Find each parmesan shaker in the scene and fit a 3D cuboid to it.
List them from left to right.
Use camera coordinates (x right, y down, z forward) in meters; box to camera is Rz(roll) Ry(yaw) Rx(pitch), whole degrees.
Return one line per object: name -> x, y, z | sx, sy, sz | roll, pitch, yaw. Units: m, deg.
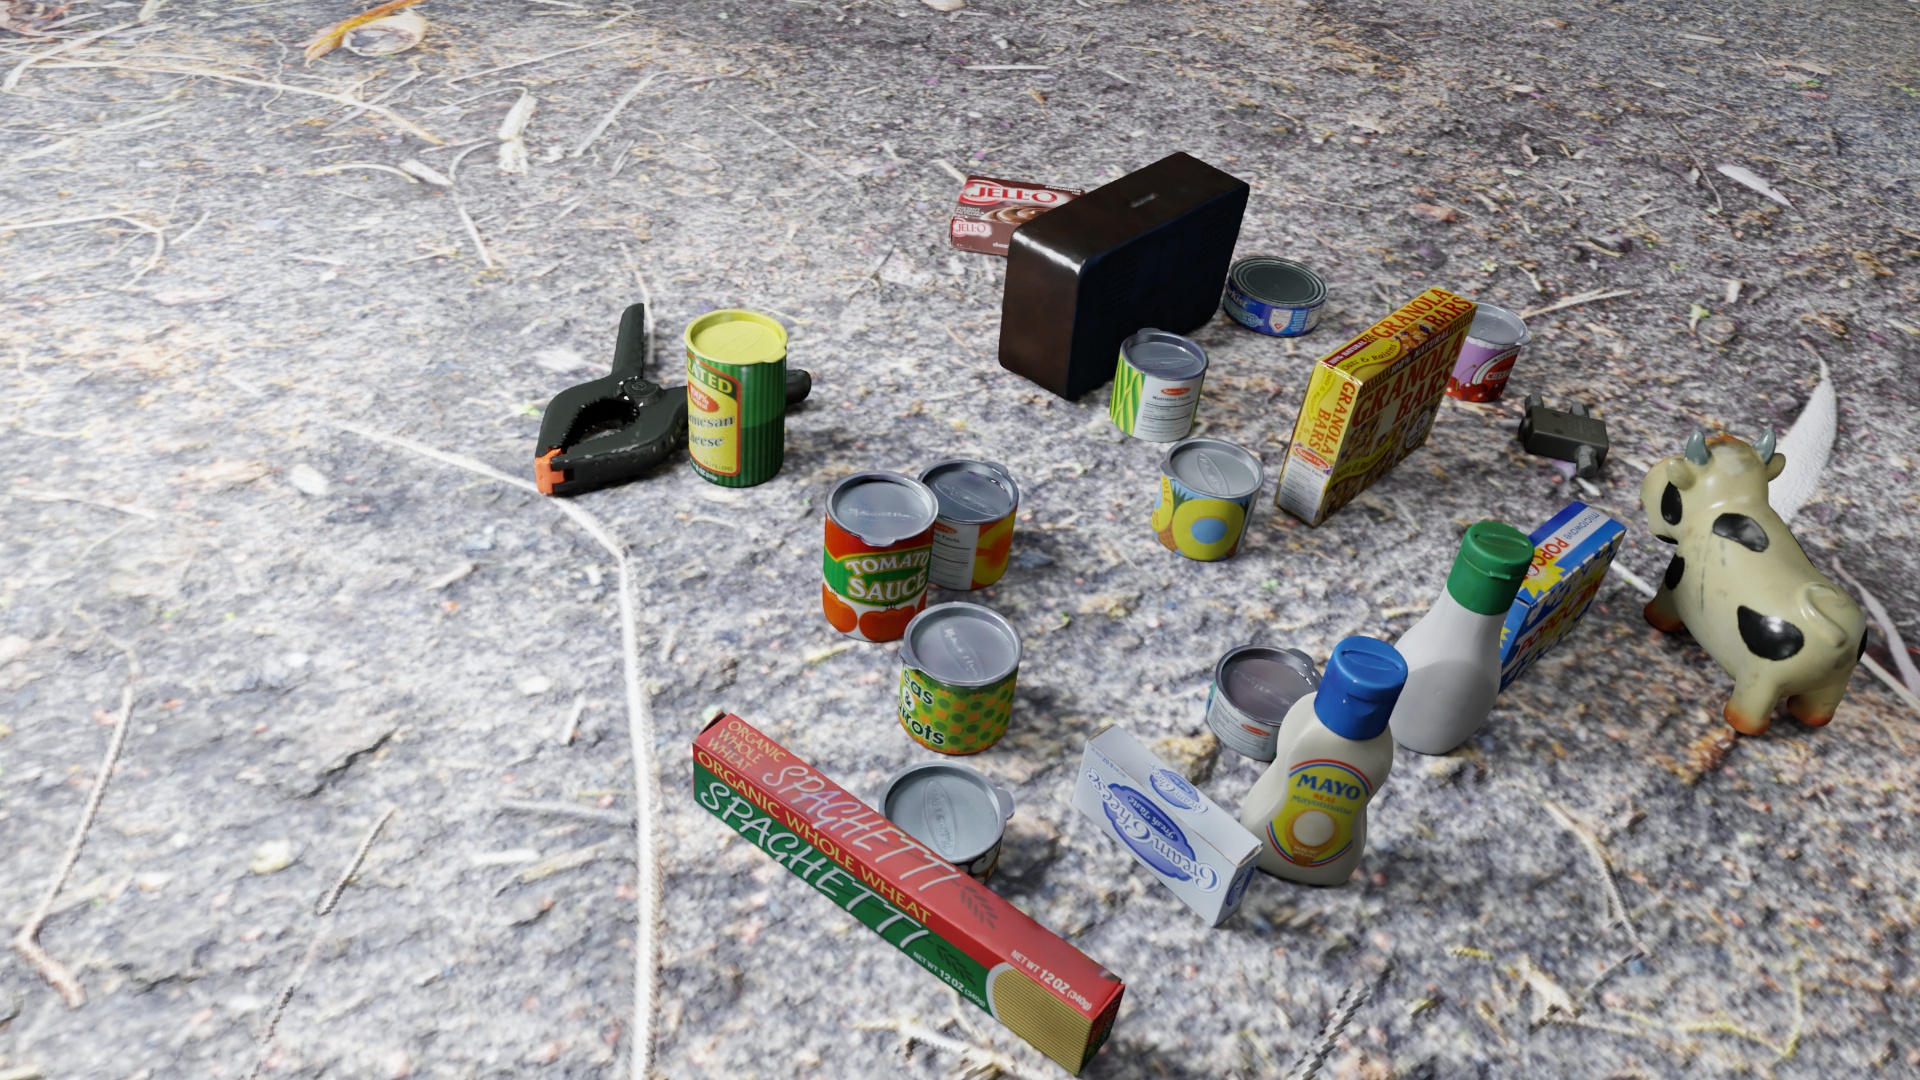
parmesan shaker -> -0.149, -0.093, 0.933 | 0.071, 0.102, 0.072 | 4, 39, -4

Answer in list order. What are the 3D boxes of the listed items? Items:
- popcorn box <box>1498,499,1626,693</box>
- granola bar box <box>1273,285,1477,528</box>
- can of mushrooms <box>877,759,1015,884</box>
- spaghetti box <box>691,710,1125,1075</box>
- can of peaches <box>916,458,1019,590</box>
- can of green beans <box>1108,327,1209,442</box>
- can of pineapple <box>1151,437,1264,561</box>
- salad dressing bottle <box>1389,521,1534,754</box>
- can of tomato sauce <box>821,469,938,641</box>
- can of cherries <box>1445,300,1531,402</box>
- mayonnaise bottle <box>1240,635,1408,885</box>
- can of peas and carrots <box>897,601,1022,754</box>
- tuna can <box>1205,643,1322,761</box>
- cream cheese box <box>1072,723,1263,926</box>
popcorn box -> 0.358, 0.037, 0.869 | 0.127, 0.084, 0.038 | -27, 51, -35
granola bar box -> 0.296, -0.098, 0.992 | 0.039, 0.123, 0.166 | 34, 46, 29
can of mushrooms -> -0.008, 0.149, 0.718 | 0.071, 0.033, 0.071 | 4, 40, -4
spaghetti box -> -0.035, 0.167, 0.679 | 0.250, 0.049, 0.029 | 29, 44, 24
can of peaches -> 0.003, -0.011, 0.893 | 0.071, 0.057, 0.071 | 4, 39, -4
can of green beans -> 0.148, -0.115, 1.042 | 0.071, 0.057, 0.071 | 4, 39, -4
can of pineapple -> 0.164, -0.028, 0.939 | 0.071, 0.057, 0.071 | 4, 39, -4
salad dressing bottle -> 0.282, 0.057, 0.786 | 0.064, 0.146, 0.044 | 11, 39, 4
can of tomato sauce -> -0.050, 0.011, 0.839 | 0.071, 0.082, 0.071 | 4, 39, -4
can of cherries -> 0.420, -0.152, 1.129 | 0.071, 0.058, 0.072 | 4, 39, -4
mayonnaise bottle -> 0.186, 0.113, 0.702 | 0.065, 0.147, 0.041 | 13, 40, 7
can of peas and carrots -> -0.003, 0.079, 0.783 | 0.071, 0.058, 0.071 | 4, 39, -4
tuna can -> 0.180, 0.094, 0.815 | 0.071, 0.032, 0.071 | 4, 40, -4
cream cheese box -> 0.106, 0.147, 0.722 | 0.024, 0.053, 0.104 | -27, 50, -35
